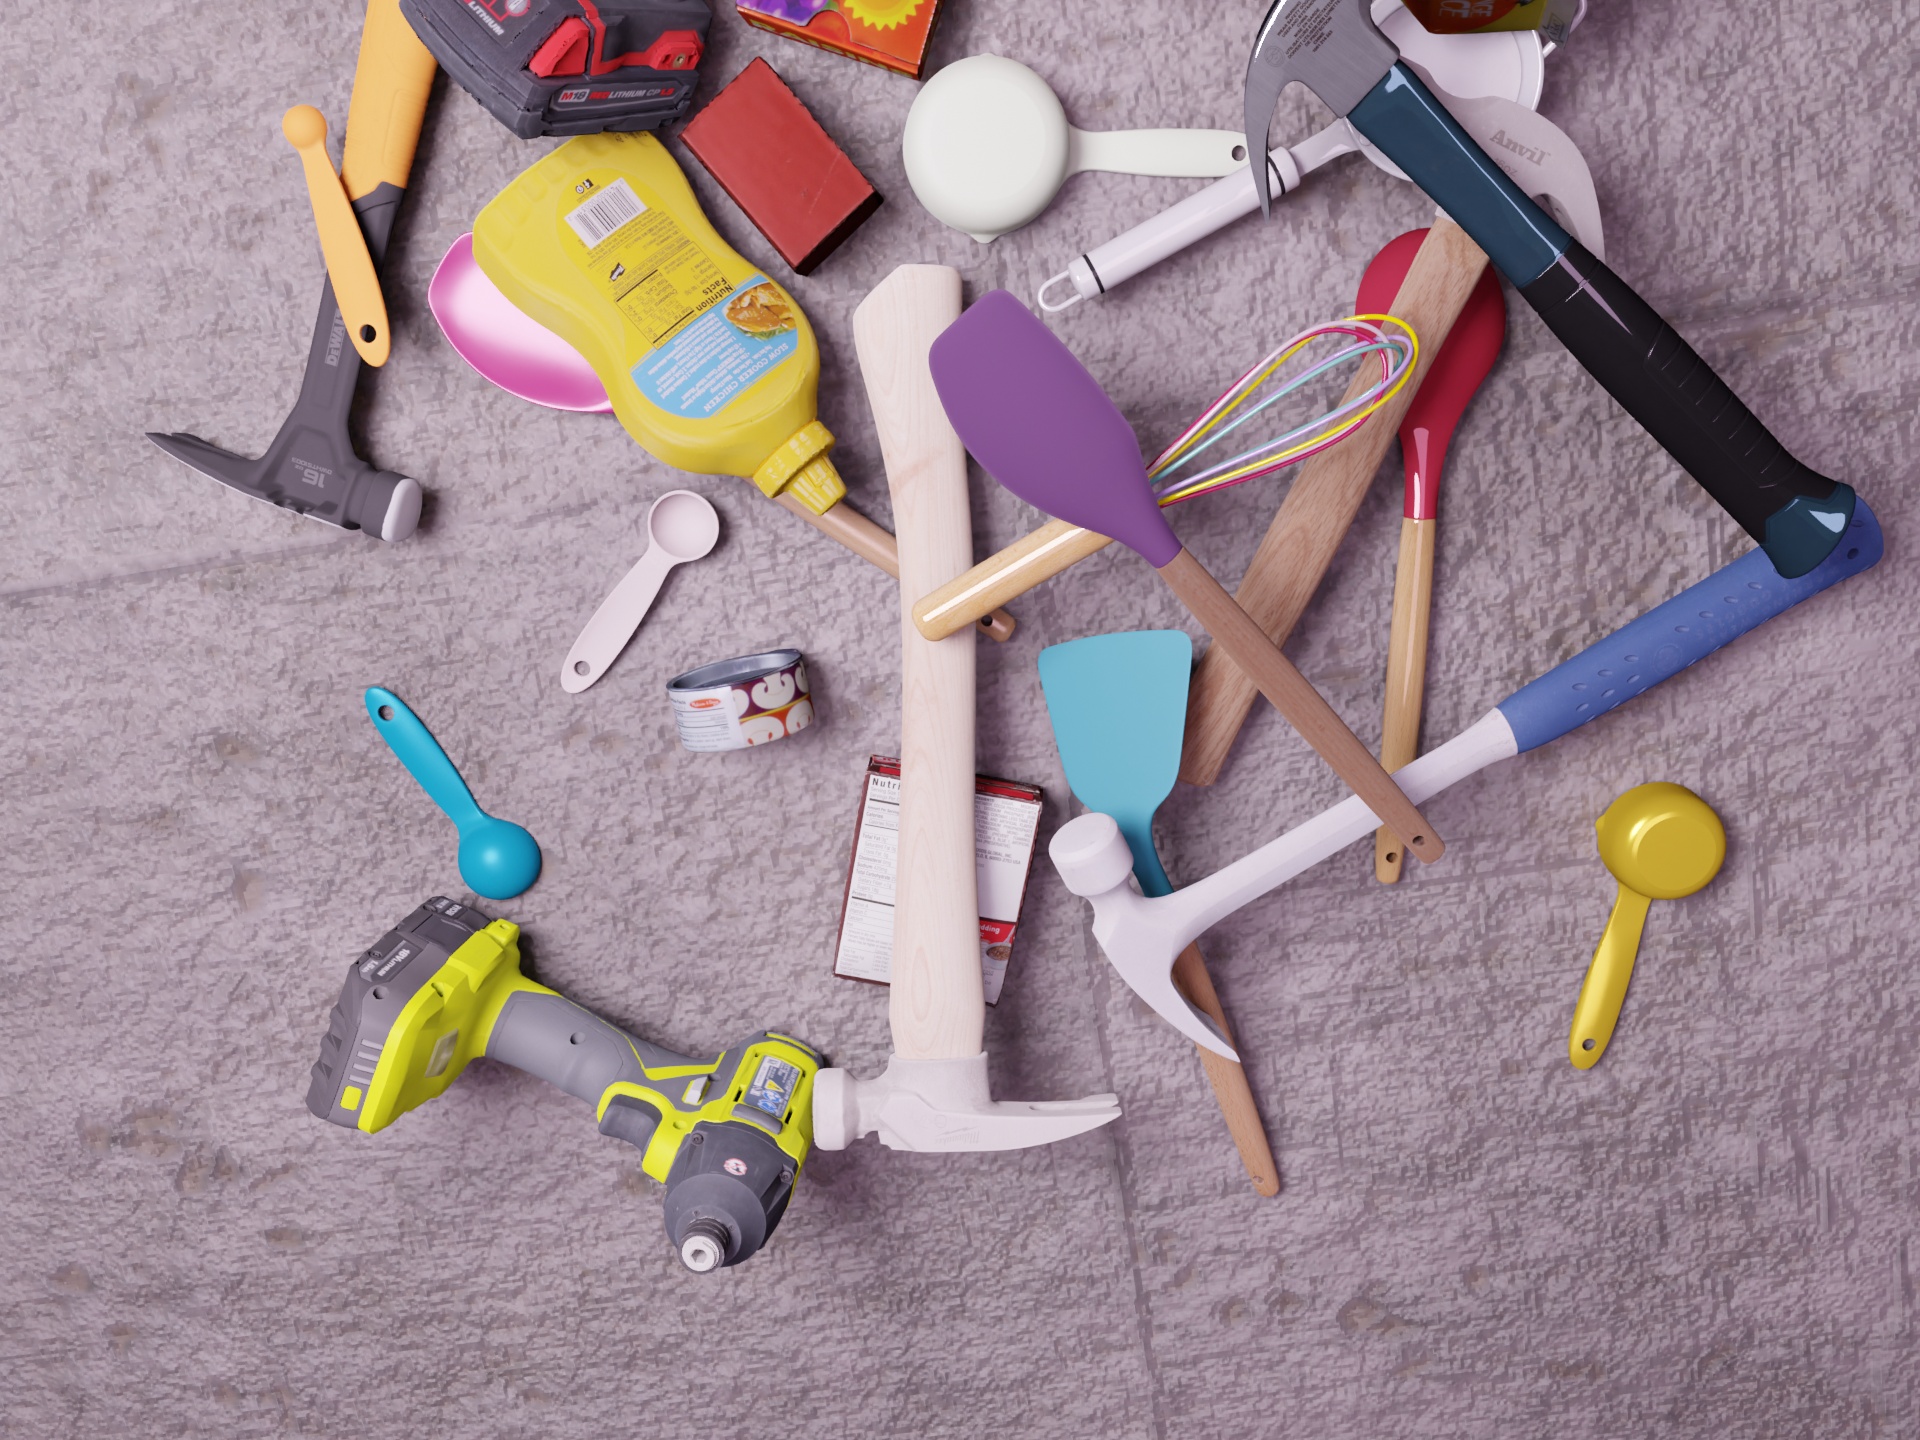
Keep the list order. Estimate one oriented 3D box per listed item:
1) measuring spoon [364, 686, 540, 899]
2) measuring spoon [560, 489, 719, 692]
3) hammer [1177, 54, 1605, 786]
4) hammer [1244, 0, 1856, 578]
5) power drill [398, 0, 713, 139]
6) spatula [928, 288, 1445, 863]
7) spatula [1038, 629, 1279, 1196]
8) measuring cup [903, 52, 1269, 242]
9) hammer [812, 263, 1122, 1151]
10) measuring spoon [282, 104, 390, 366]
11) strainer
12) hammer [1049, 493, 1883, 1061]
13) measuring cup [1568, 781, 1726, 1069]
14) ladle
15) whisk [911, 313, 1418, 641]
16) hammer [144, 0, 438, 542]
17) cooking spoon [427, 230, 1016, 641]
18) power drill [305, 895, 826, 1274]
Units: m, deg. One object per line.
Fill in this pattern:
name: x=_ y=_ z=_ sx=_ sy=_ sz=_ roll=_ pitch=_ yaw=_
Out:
measuring spoon: x=-0.260 y=0.038 z=0.798 sx=0.042 sy=0.021 sz=0.128 roll=-32 pitch=102 yaw=8
measuring spoon: x=-0.159 y=-0.062 z=0.779 sx=0.034 sy=0.018 sz=0.124 roll=37 pitch=108 yaw=-9
hammer: x=0.174 y=-0.112 z=0.721 sx=0.130 sy=0.031 sz=0.331 roll=23 pitch=112 yaw=-2
hammer: x=0.246 y=-0.177 z=0.643 sx=0.331 sy=0.033 sz=0.128 roll=40 pitch=121 yaw=-13
power drill: x=-0.125 y=-0.339 z=0.611 sx=0.078 sy=0.143 sz=0.219 roll=46 pitch=127 yaw=8
spatula: x=0.103 y=-0.049 z=0.675 sx=0.059 sy=0.018 sz=0.315 roll=-39 pitch=104 yaw=23
spatula: x=0.115 y=0.107 z=0.792 sx=0.082 sy=0.044 sz=0.317 roll=-7 pitch=116 yaw=33
measuring cup: x=0.057 y=-0.257 z=0.712 sx=0.167 sy=0.038 sz=0.083 roll=2 pitch=103 yaw=2
hammer: x=-0.001 y=-0.002 z=0.745 sx=0.146 sy=0.038 sz=0.410 roll=-1 pitch=94 yaw=-1
measuring spoon: x=-0.276 y=-0.214 z=0.703 sx=0.021 sy=0.011 sz=0.117 roll=-14 pitch=97 yaw=9
strainer: x=0.149 y=-0.249 z=0.705 sx=0.258 sy=0.050 sz=0.087 roll=-27 pitch=98 yaw=7
hammer: x=0.246 y=0.015 z=0.743 sx=0.405 sy=0.035 sz=0.144 roll=-30 pitch=114 yaw=-1
measuring cup: x=0.337 y=0.108 z=0.795 sx=0.062 sy=0.029 sz=0.156 roll=13 pitch=102 yaw=-2
ladle: x=0.216 y=-0.071 z=0.760 sx=0.069 sy=0.031 sz=0.315 roll=1 pitch=105 yaw=3
whisk: x=0.085 y=-0.103 z=0.690 sx=0.245 sy=0.051 sz=0.047 roll=-30 pitch=82 yaw=13
hammer: x=-0.270 y=-0.258 z=0.719 sx=0.127 sy=0.034 sz=0.337 roll=19 pitch=101 yaw=5
cooking spoon: x=-0.109 y=-0.128 z=0.758 sx=0.319 sy=0.017 sz=0.068 roll=33 pitch=100 yaw=-6
power drill: x=-0.180 y=0.175 z=0.755 sx=0.223 sy=0.171 sz=0.080 roll=23 pitch=104 yaw=-1
